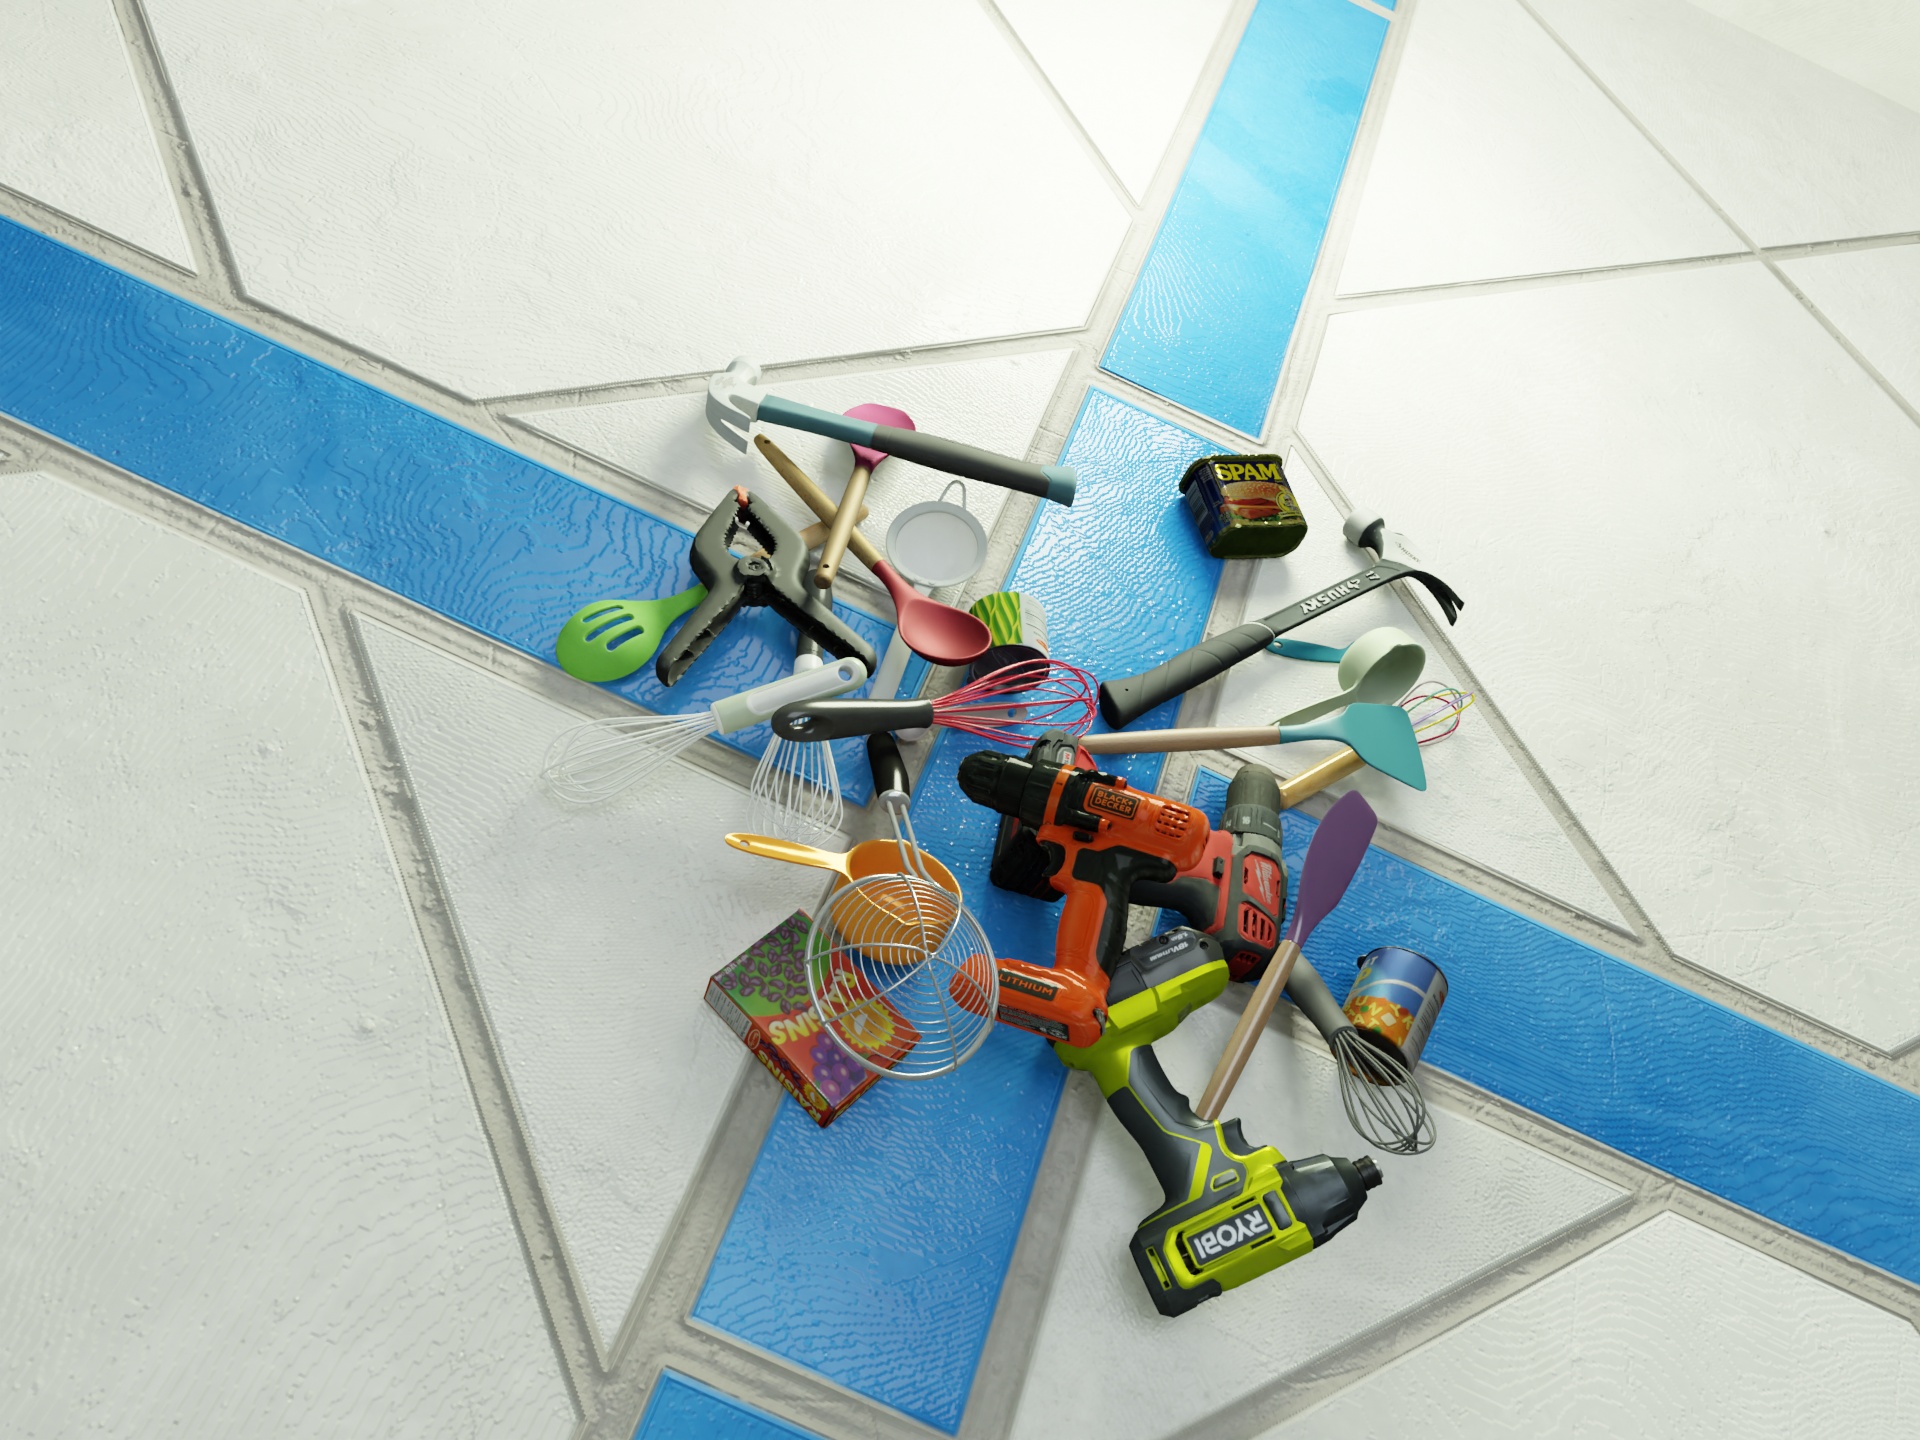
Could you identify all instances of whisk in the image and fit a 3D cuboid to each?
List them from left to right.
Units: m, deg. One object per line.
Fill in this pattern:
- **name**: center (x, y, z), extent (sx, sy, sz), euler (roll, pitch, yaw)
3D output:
- **whisk**: center (-0.183, 0.001, 1.148), extent (0.246, 0.059, 0.058), euler (-19, 82, -13)
- **whisk**: center (-0.118, -0.014, 1.219), extent (0.070, 0.070, 0.285), euler (12, 48, -12)
- **whisk**: center (-0.010, -0.006, 1.208), extent (0.295, 0.073, 0.073), euler (-4, 57, -34)
- **whisk**: center (0.269, 0.227, 1.133), extent (0.055, 0.055, 0.239), euler (6, 23, -16)
- **whisk**: center (0.357, 0.022, 1.378), extent (0.245, 0.051, 0.047), euler (-25, 46, -28)

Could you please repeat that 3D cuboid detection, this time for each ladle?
- **ladle**: center (-0.083, -0.143, 1.307), extent (0.069, 0.031, 0.316), euler (-23, 56, -32)

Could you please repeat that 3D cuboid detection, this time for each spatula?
- **spatula**: center (0.235, 0.021, 1.315), extent (0.317, 0.044, 0.082), euler (-2, 61, -7)
- **spatula**: center (0.230, 0.184, 1.162), extent (0.059, 0.018, 0.316), euler (45, 66, -31)

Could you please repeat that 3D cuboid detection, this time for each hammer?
- **hammer**: center (-0.060, -0.240, 1.360), extent (0.331, 0.033, 0.128), euler (15, 35, 4)
- **hammer**: center (0.281, -0.080, 1.413), extent (0.409, 0.036, 0.149), euler (-26, 56, -30)

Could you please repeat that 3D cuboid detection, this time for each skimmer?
- **skimmer**: center (-0.051, 0.104, 1.078), extent (0.127, 0.090, 0.364), euler (22, 16, -16)

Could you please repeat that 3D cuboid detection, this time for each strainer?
- **strainer**: center (-0.039, -0.091, 1.311), extent (0.087, 0.050, 0.259), euler (16, 57, 4)

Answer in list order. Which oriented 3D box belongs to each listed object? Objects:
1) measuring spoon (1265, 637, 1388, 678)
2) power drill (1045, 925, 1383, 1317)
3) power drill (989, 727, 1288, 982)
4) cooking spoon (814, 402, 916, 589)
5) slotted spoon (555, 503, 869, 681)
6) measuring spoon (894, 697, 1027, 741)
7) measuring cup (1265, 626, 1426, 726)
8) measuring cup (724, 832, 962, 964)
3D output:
- **measuring spoon**: center (0.334, -0.066, 1.439), extent (0.128, 0.021, 0.042), euler (7, 54, -17)
- **power drill**: center (0.164, 0.263, 1.078), extent (0.171, 0.080, 0.223), euler (-24, 64, -4)
- **power drill**: center (0.150, 0.086, 1.230), extent (0.226, 0.080, 0.188), euler (21, 52, -9)
- **cooking spoon**: center (-0.087, -0.196, 1.336), extent (0.068, 0.017, 0.319), euler (13, 36, -1)
- **slotted spoon**: center (-0.189, -0.115, 1.282), extent (0.070, 0.031, 0.314), euler (44, 51, 17)
- **measuring spoon**: center (-0.002, -0.004, 1.276), extent (0.124, 0.034, 0.018), euler (-3, 12, -29)
- **measuring cup**: center (0.329, -0.031, 1.394), extent (0.167, 0.083, 0.038), euler (-22, 49, -14)
- **measuring cup**: center (-0.087, 0.120, 1.115), extent (0.173, 0.052, 0.095), euler (16, 30, -14)
